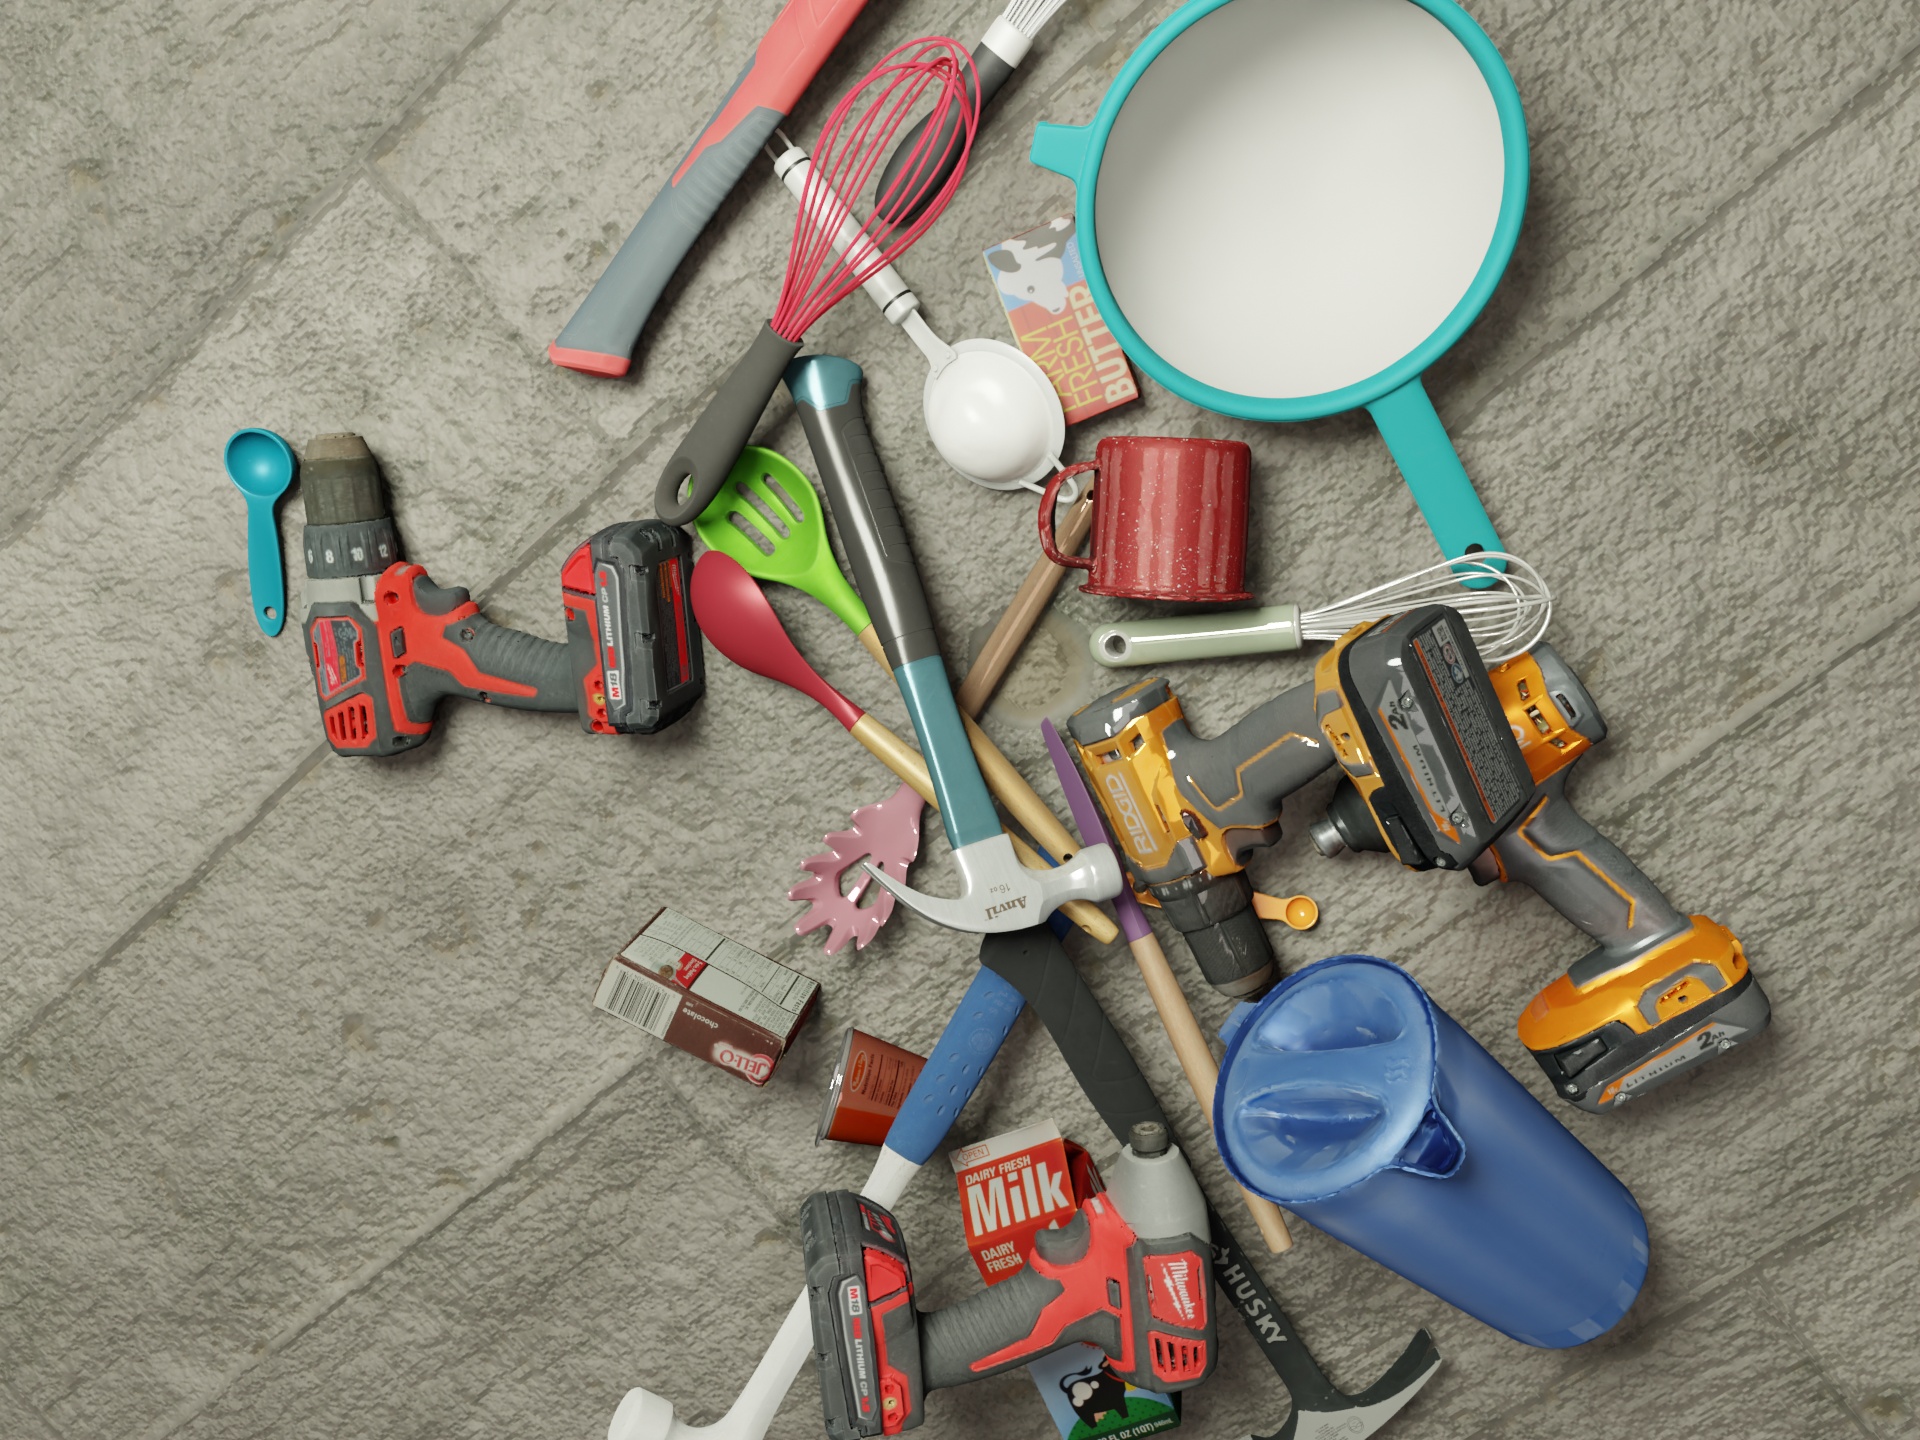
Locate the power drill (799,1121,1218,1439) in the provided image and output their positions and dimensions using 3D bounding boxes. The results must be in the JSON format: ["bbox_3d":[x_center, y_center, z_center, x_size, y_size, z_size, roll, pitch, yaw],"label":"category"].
[{"bbox_3d":[0.029,0.296,0.851,0.219,0.078,0.143,-6,99,-9],"label":"power drill"}]

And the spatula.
[{"bbox_3d":[0.110,0.143,0.875,0.018,0.059,0.316,-23,85,-6],"label":"spatula"}]

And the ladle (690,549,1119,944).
[{"bbox_3d":[-0.037,0.018,0.881,0.315,0.031,0.069,40,145,6],"label":"ladle"}]

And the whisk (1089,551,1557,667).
[{"bbox_3d":[0.189,-0.051,0.852,0.246,0.059,0.058,-5,97,18],"label":"whisk"}]

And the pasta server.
[{"bbox_3d":[-0.001,-0.003,0.902,0.060,0.040,0.316,34,104,11],"label":"pasta server"}]

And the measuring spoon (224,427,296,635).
[{"bbox_3d":[-0.413,-0.113,0.952,0.042,0.021,0.128,9,113,6],"label":"measuring spoon"}]

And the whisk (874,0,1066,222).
[{"bbox_3d":[0.043,-0.370,0.801,0.070,0.070,0.284,39,110,-2],"label":"whisk"}]

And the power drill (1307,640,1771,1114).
[{"bbox_3d":[0.306,0.092,0.858,0.164,0.084,0.226,-33,92,15],"label":"power drill"}]

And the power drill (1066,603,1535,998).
[{"bbox_3d":[0.175,0.050,0.825,0.226,0.084,0.185,-19,97,46],"label":"power drill"}]

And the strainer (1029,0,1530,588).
[{"bbox_3d":[0.193,-0.216,0.808,0.211,0.095,0.340,-28,118,16],"label":"strainer"}]

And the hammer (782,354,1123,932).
[{"bbox_3d":[-0.026,-0.044,0.853,0.128,0.033,0.331,-18,83,-9],"label":"hammer"}]

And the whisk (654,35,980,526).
[{"bbox_3d":[-0.081,-0.217,0.823,0.073,0.073,0.295,37,115,-1],"label":"whisk"}]

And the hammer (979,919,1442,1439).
[{"bbox_3d":[0.132,0.269,0.912,0.149,0.036,0.408,-31,104,4],"label":"hammer"}]

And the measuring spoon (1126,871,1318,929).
[{"bbox_3d":[0.147,0.103,0.919,0.117,0.011,0.021,8,91,10],"label":"measuring spoon"}]

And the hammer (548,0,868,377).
[{"bbox_3d":[-0.106,-0.343,0.829,0.386,0.038,0.143,-48,69,20],"label":"hammer"}]

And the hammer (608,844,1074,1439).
[{"bbox_3d":[-0.033,0.258,0.903,0.144,0.035,0.405,32,87,-15],"label":"hammer"}]

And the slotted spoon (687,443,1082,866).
[{"bbox_3d":[-0.036,-0.031,0.884,0.070,0.031,0.314,-43,85,16],"label":"slotted spoon"}]

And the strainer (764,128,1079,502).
[{"bbox_3d":[-0.029,-0.213,0.853,0.258,0.050,0.087,53,133,1],"label":"strainer"}]

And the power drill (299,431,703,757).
[{"bbox_3d":[-0.272,-0.074,0.908,0.227,0.080,0.188,-1,102,12],"label":"power drill"}]
